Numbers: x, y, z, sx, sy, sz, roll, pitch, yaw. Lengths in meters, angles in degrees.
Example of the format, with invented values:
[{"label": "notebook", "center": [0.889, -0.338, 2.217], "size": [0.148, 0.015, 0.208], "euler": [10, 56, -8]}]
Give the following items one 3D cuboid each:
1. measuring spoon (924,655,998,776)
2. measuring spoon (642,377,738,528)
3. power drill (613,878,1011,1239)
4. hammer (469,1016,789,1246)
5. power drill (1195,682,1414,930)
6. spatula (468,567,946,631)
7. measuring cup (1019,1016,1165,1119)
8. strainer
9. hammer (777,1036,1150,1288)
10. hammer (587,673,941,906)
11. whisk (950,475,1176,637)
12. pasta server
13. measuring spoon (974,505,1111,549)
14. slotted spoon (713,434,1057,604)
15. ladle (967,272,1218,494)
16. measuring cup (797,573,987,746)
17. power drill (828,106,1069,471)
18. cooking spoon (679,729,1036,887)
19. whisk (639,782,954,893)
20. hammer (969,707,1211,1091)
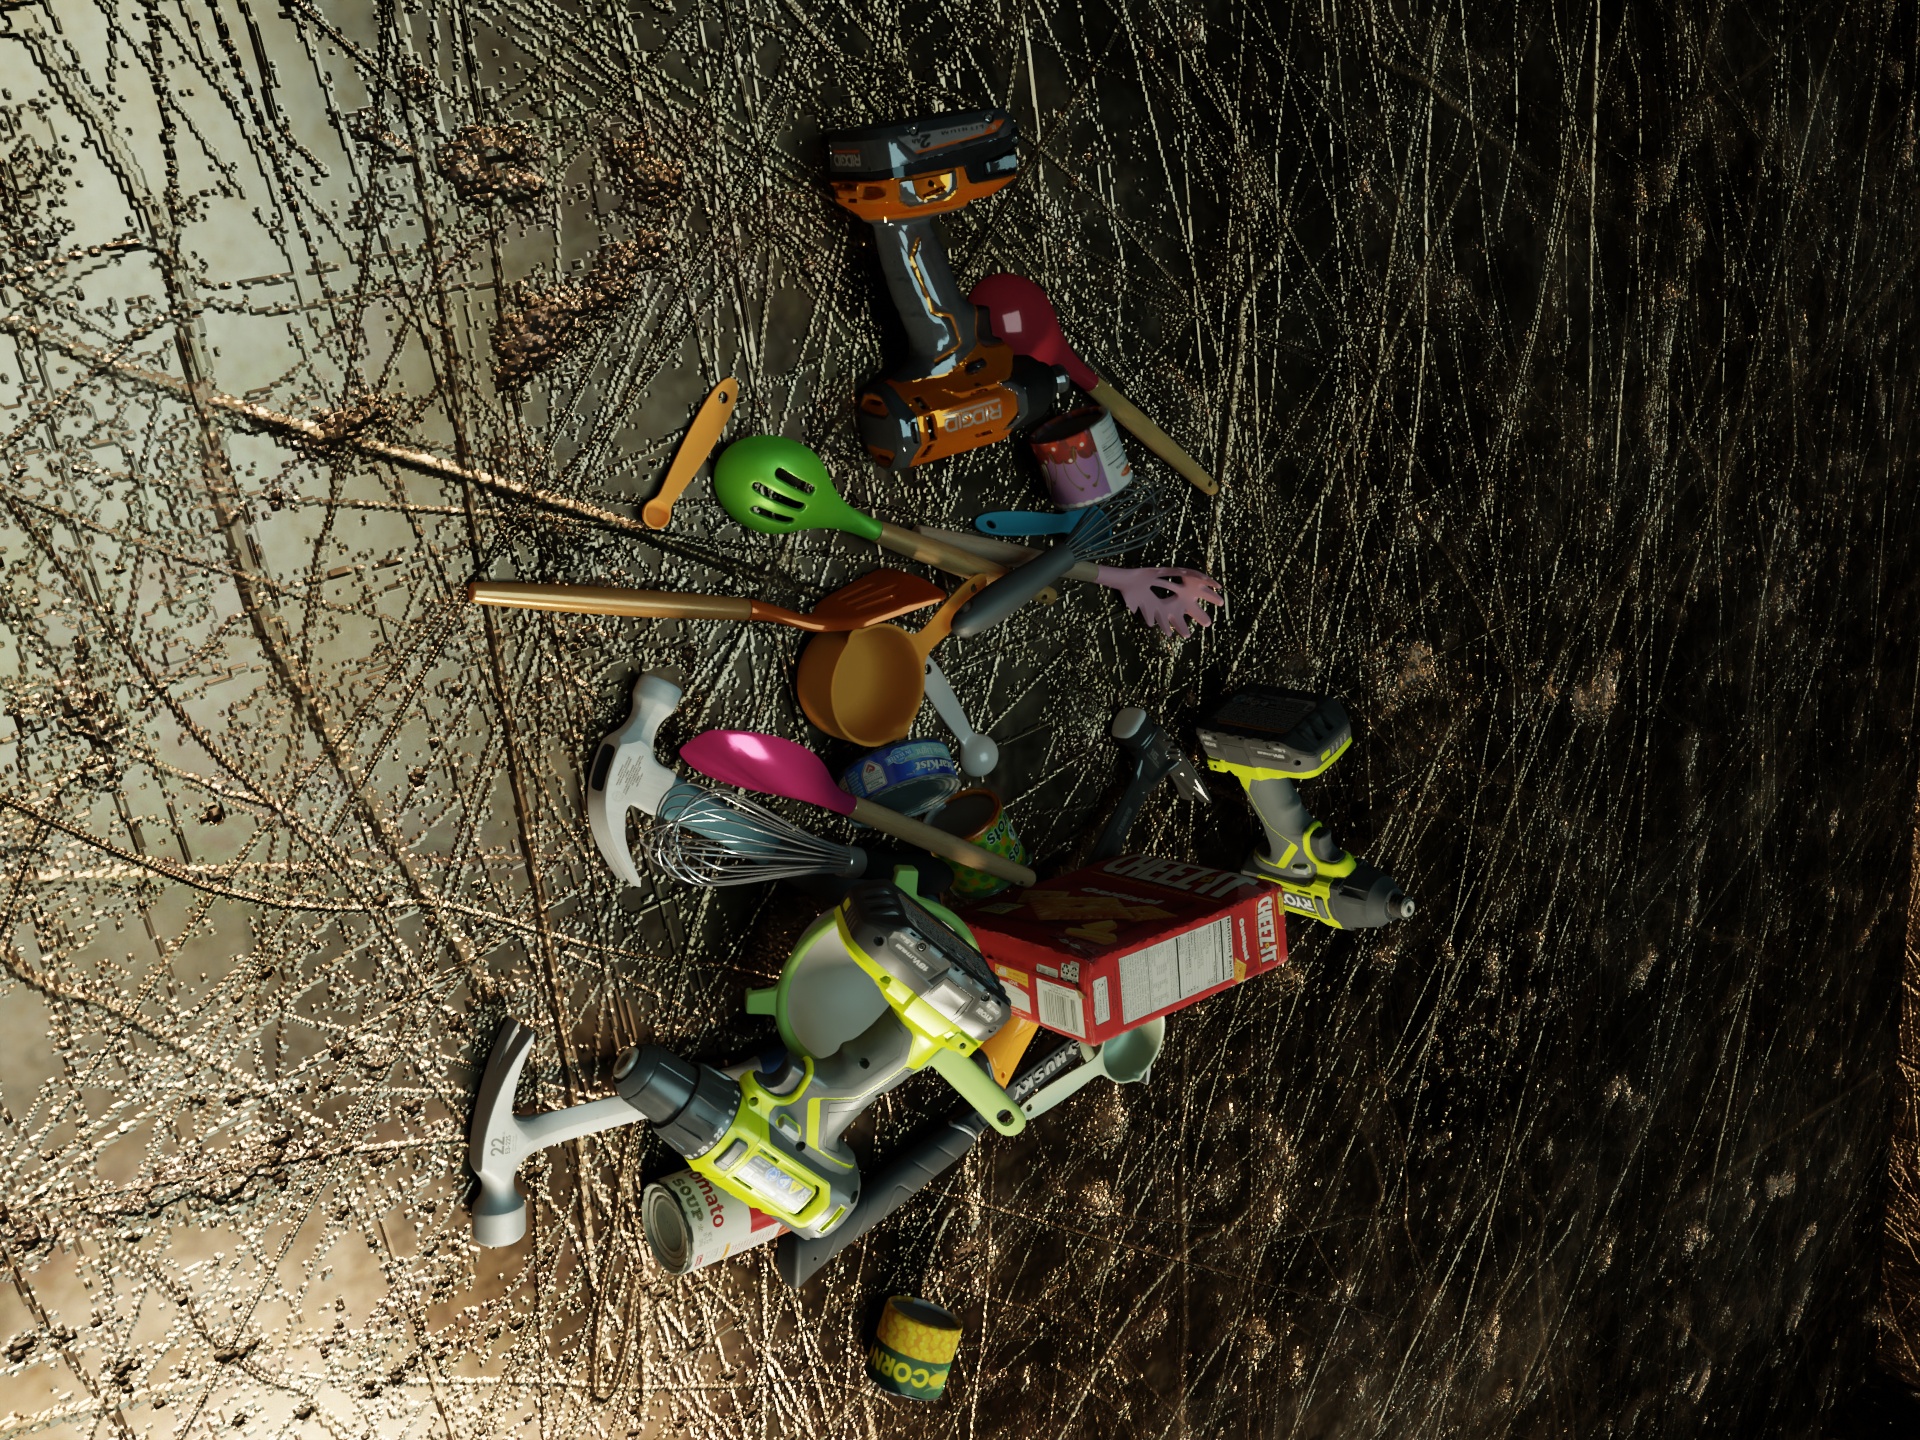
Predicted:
[{"label": "measuring spoon", "center": [-0.002, -0.004, 1.223], "size": [0.034, 0.018, 0.124], "euler": [-47, 126, -23]}, {"label": "measuring spoon", "center": [-0.177, -0.175, 1.038], "size": [0.021, 0.011, 0.117], "euler": [39, 71, -39]}, {"label": "power drill", "center": [-0.097, 0.220, 1.059], "size": [0.228, 0.080, 0.190], "euler": [-46, 114, 5]}, {"label": "hammer", "center": [-0.154, 0.250, 1.139], "size": [0.405, 0.035, 0.144], "euler": [-6, 104, -40]}, {"label": "power drill", "center": [0.308, 0.084, 1.415], "size": [0.080, 0.171, 0.223], "euler": [-39, 120, -28]}, {"label": "spatula", "center": [-0.161, -0.083, 1.046], "size": [0.322, 0.081, 0.041], "euler": [1, 108, -35]}, {"label": "measuring cup", "center": [0.099, 0.280, 1.319], "size": [0.167, 0.038, 0.083], "euler": [-26, 118, -31]}, {"label": "strainer", "center": [-0.035, 0.214, 1.161], "size": [0.151, 0.069, 0.256], "euler": [-40, 120, 0]}, {"label": "hammer", "center": [0.016, 0.330, 1.308], "size": [0.409, 0.036, 0.149], "euler": [-30, 120, -32]}, {"label": "hammer", "center": [-0.126, 0.093, 1.129], "size": [0.330, 0.033, 0.128], "euler": [33, 77, -41]}, {"label": "whisk", "center": [0.079, -0.122, 1.202], "size": [0.239, 0.055, 0.055], "euler": [-35, 121, -32]}, {"label": "pasta server", "center": [0.090, -0.117, 1.263], "size": [0.316, 0.040, 0.060], "euler": [7, 123, -40]}, {"label": "measuring spoon", "center": [0.062, -0.150, 1.246], "size": [0.128, 0.021, 0.042], "euler": [-4, 68, -32]}, {"label": "slotted spoon", "center": [-0.040, -0.130, 1.139], "size": [0.313, 0.031, 0.070], "euler": [17, 119, -41]}, {"label": "ladle", "center": [0.118, -0.254, 1.264], "size": [0.315, 0.031, 0.069], "euler": [29, 85, -43]}, {"label": "measuring cup", "center": [-0.049, -0.055, 1.151], "size": [0.174, 0.052, 0.095], "euler": [-47, 128, -30]}, {"label": "power drill", "center": [-0.001, -0.301, 1.104], "size": [0.164, 0.084, 0.226], "euler": [-21, 116, -27]}, {"label": "cooking spoon", "center": [-0.058, 0.067, 1.109], "size": [0.318, 0.069, 0.017], "euler": [25, 48, -39]}, {"label": "whisk", "center": [-0.099, 0.093, 1.094], "size": [0.284, 0.070, 0.070], "euler": [16, 90, -47]}, {"label": "hammer", "center": [0.101, 0.158, 1.322], "size": [0.127, 0.034, 0.337], "euler": [47, 64, -36]}]
